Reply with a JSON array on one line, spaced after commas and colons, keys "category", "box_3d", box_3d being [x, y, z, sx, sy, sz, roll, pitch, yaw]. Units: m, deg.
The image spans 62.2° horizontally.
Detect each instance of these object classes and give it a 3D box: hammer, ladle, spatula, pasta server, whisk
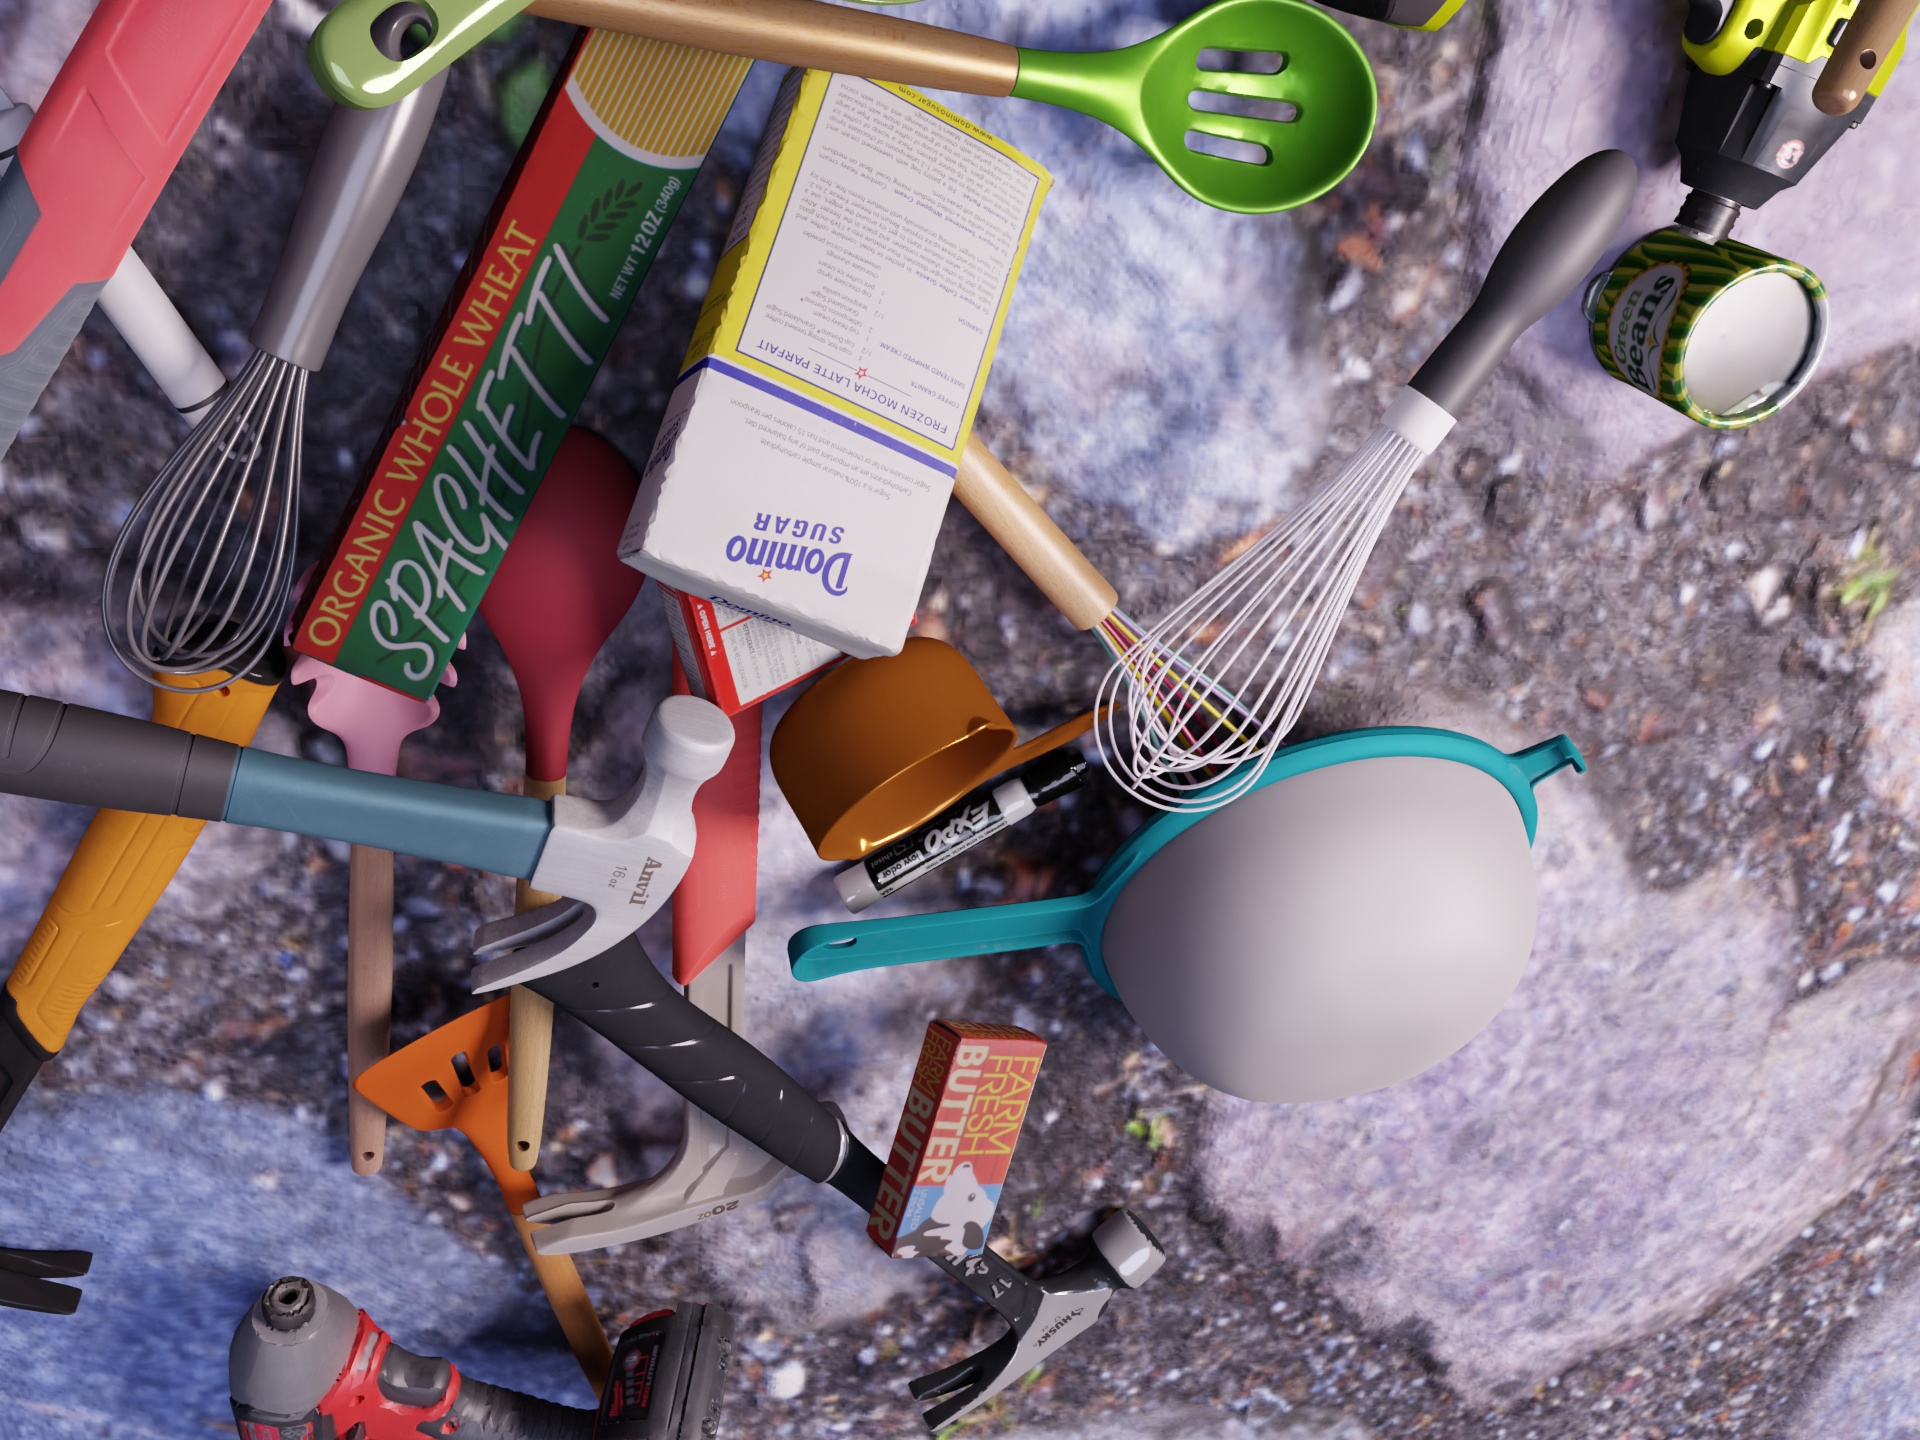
[{"category": "hammer", "box_3d": [-0.109, 0.064, 0.650, 0.149, 0.037, 0.358, -9, 121, -25]}, {"category": "ladle", "box_3d": [-0.164, 0.044, 0.617, 0.069, 0.031, 0.315, 4, 112, -12]}, {"category": "spatula", "box_3d": [-0.194, 0.247, 0.743, 0.081, 0.041, 0.322, -27, 127, -23]}, {"category": "hammer", "box_3d": [-0.053, 0.205, 0.717, 0.149, 0.036, 0.408, -41, 128, -1]}, {"category": "pasta server", "box_3d": [-0.234, 0.068, 0.632, 0.060, 0.040, 0.316, 0, 121, -21]}, {"category": "whisk", "box_3d": [0.145, -0.084, 0.581, 0.070, 0.070, 0.284, 28, 107, -26]}, {"category": "hammer", "box_3d": [-0.347, 0.103, 0.625, 0.127, 0.034, 0.337, 28, 109, -26]}, {"category": "hammer", "box_3d": [-0.249, 0.016, 0.512, 0.330, 0.033, 0.128, 13, 122, -23]}, {"category": "whisk", "box_3d": [-0.214, -0.118, 0.511, 0.055, 0.055, 0.239, 22, 100, -24]}, {"category": "whisk", "box_3d": [0.066, -0.029, 0.652, 0.051, 0.047, 0.244, -41, 116, 9]}, {"category": "hammer", "box_3d": [-0.271, -0.152, 0.452, 0.143, 0.038, 0.386, 28, 107, -37]}]

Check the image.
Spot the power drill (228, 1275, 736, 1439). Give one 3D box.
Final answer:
[{"category": "power drill", "box_3d": [-0.220, 0.310, 0.726, 0.219, 0.079, 0.143, 10, 130, -4]}]

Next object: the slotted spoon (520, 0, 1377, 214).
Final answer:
[{"category": "slotted spoon", "box_3d": [-0.008, -0.209, 0.495, 0.313, 0.031, 0.070, 0, 111, -23]}]

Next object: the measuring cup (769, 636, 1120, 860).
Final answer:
[{"category": "measuring cup", "box_3d": [-0.001, -0.002, 0.627, 0.173, 0.052, 0.095, -20, 160, -46]}]

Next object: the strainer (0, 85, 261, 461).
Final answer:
[{"category": "strainer", "box_3d": [-0.289, -0.182, 0.472, 0.087, 0.050, 0.258, -20, 128, 6]}]

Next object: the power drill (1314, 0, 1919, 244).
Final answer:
[{"category": "power drill", "box_3d": [0.230, -0.268, 0.533, 0.223, 0.080, 0.171, 10, 116, -23]}]

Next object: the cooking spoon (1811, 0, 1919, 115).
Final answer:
[{"category": "cooking spoon", "box_3d": [0.350, -0.329, 0.501, 0.068, 0.017, 0.319, 31, 87, -15]}]

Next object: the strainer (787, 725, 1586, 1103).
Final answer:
[{"category": "strainer", "box_3d": [0.102, 0.109, 0.670, 0.340, 0.095, 0.210, -5, 139, -15]}]

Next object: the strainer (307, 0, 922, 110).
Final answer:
[{"category": "strainer", "box_3d": [-0.079, -0.241, 0.433, 0.256, 0.069, 0.151, -47, 122, -19]}]
